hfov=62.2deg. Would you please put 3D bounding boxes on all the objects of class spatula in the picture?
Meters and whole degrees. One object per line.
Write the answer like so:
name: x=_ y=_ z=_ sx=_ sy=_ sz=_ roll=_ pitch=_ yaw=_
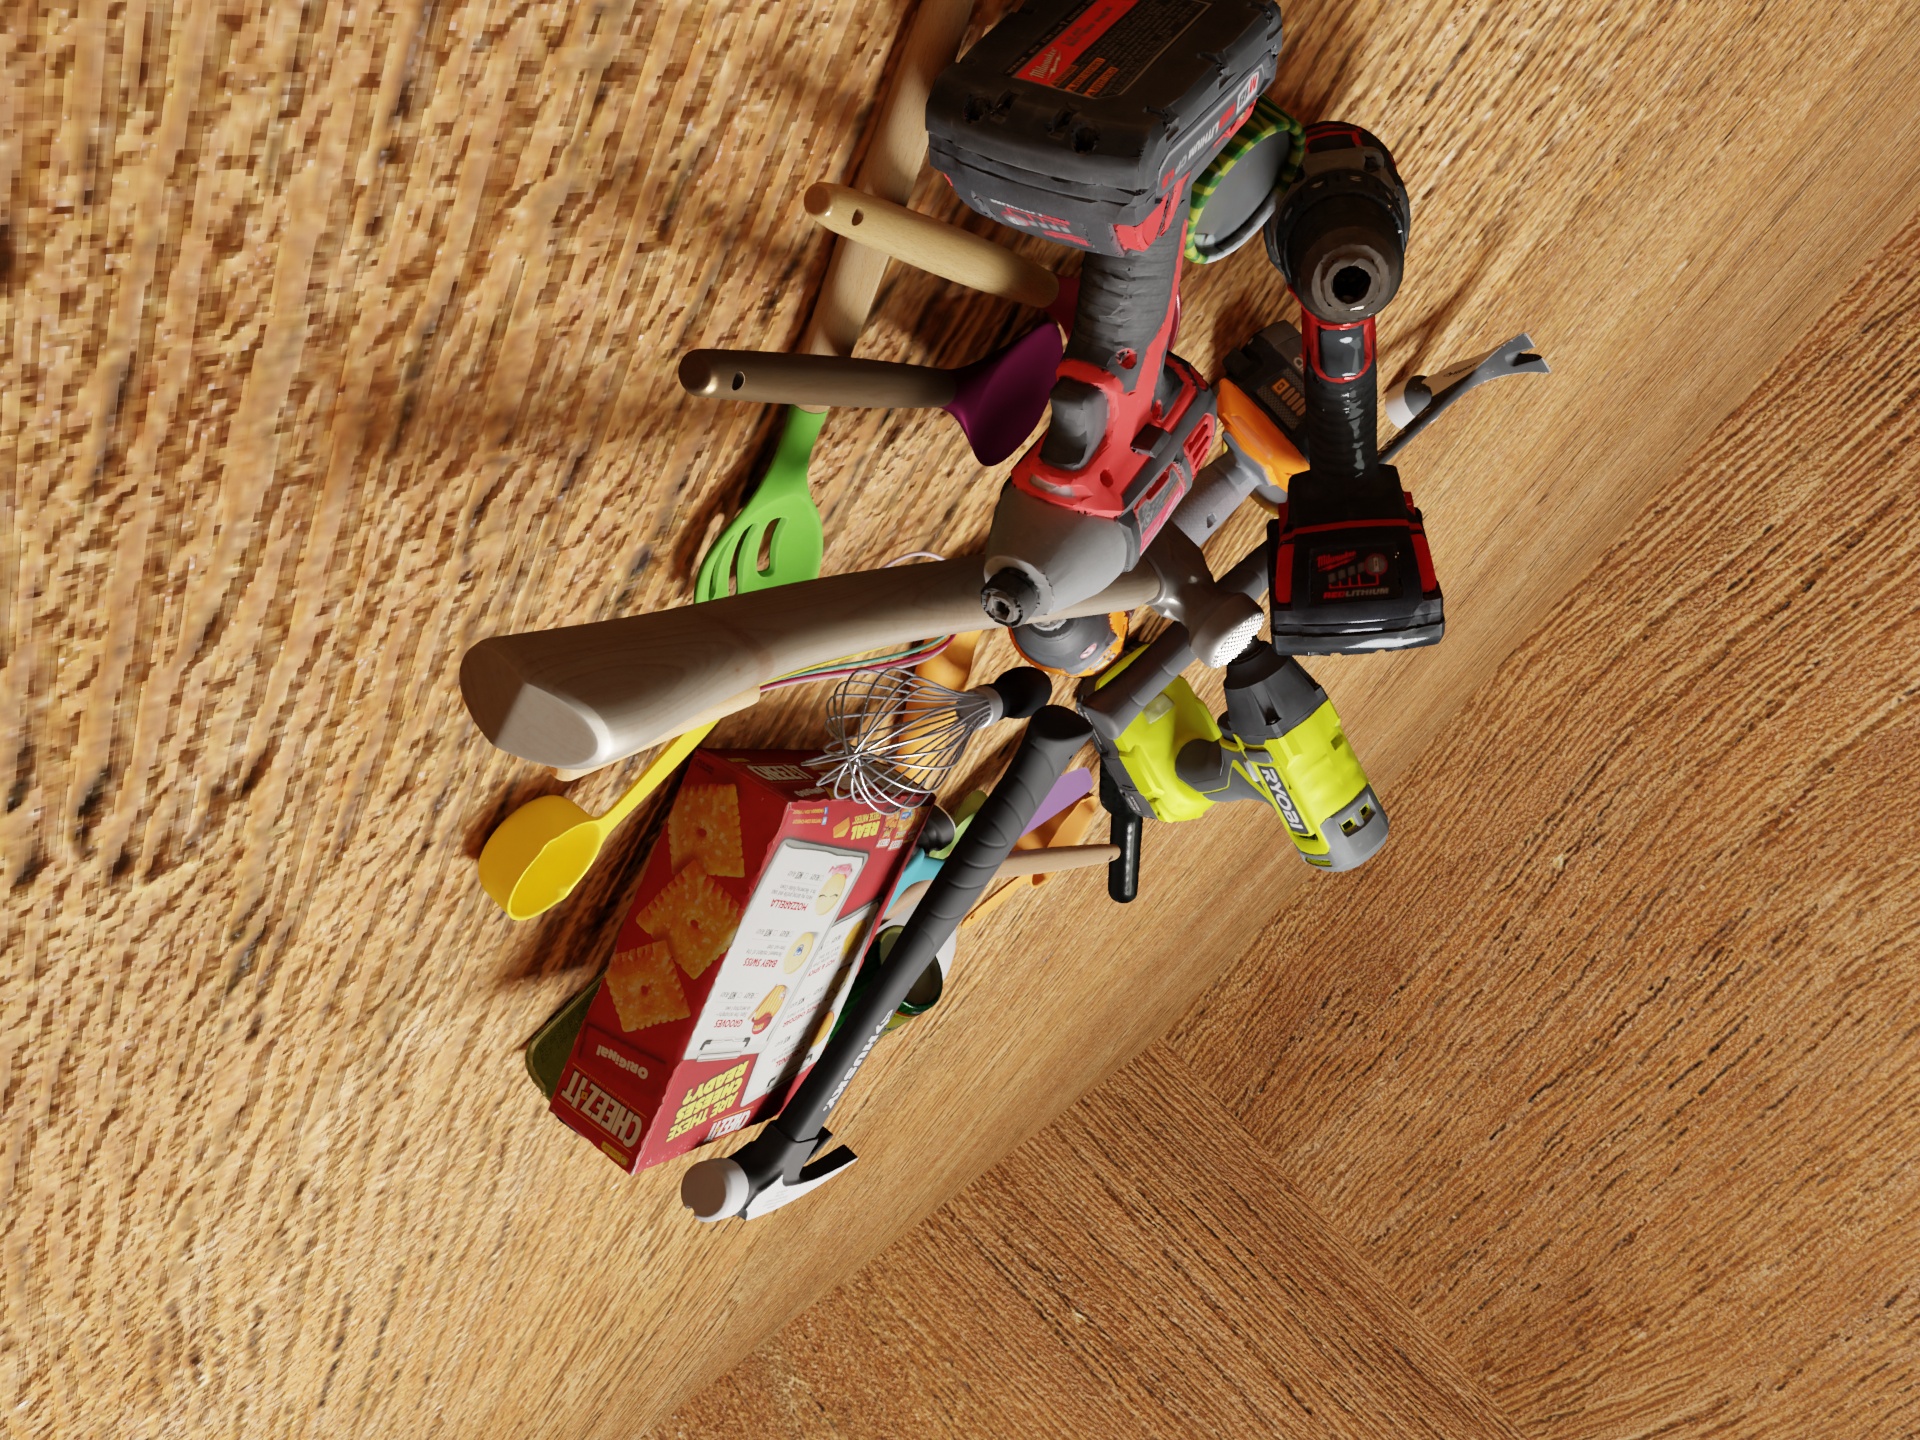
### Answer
spatula: x=-0.039 y=0.124 z=1.138 sx=0.316 sy=0.018 sz=0.059 roll=-33 pitch=153 yaw=-2
spatula: x=0.028 y=0.112 z=1.126 sx=0.317 sy=0.044 sz=0.082 roll=-1 pitch=129 yaw=-51

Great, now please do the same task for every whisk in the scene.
whisk: x=-0.084 y=-0.026 z=0.745 sx=0.245 sy=0.047 sz=0.051 roll=-25 pitch=156 yaw=-32
whisk: x=0.000 y=-0.003 z=0.822 sx=0.070 sy=0.070 sz=0.284 roll=-50 pitch=169 yaw=19

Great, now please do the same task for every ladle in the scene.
ladle: x=0.023 y=-0.170 z=0.618 sx=0.315 sy=0.031 sz=0.069 roll=-12 pitch=126 yaw=-65

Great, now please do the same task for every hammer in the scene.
hammer: x=0.221 y=-0.121 z=1.013 sx=0.409 sy=0.036 sz=0.149 roll=-42 pitch=-170 yaw=-23
hammer: x=-0.030 y=0.019 z=0.962 sx=0.127 sy=0.034 sz=0.336 roll=-34 pitch=160 yaw=-29
hammer: x=-0.025 y=-0.053 z=0.640 sx=0.410 sy=0.146 sz=0.038 roll=-17 pitch=147 yaw=-51
hammer: x=-0.027 y=0.135 z=0.897 sx=0.335 sy=0.035 sz=0.146 roll=-57 pitch=158 yaw=5

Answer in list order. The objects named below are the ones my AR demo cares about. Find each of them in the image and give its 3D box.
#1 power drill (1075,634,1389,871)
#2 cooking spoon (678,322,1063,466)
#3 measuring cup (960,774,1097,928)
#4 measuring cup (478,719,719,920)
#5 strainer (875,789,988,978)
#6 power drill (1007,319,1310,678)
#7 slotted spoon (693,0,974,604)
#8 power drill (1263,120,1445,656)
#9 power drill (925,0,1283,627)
power drill: x=0.179 y=0.009 z=1.092 sx=0.080 sy=0.171 sz=0.223 roll=-37 pitch=-162 yaw=-19
cooking spoon: x=-0.018 y=-0.129 z=0.612 sx=0.068 sy=0.017 sz=0.319 roll=-67 pitch=164 yaw=18
measuring cup: x=0.037 y=0.100 z=1.222 sx=0.173 sy=0.052 sz=0.095 roll=-35 pitch=153 yaw=-42
measuring cup: x=-0.160 y=0.026 z=0.736 sx=0.156 sy=0.029 sz=0.062 roll=-48 pitch=165 yaw=-25
strainer: x=-0.026 y=0.155 z=1.217 sx=0.151 sy=0.069 sz=0.256 roll=-23 pitch=155 yaw=-47
power drill: x=0.118 y=-0.111 z=0.880 sx=0.226 sy=0.084 sz=0.164 roll=-43 pitch=172 yaw=8
slotted spoon: x=-0.047 y=-0.139 z=0.585 sx=0.070 sy=0.031 sz=0.313 roll=-27 pitch=154 yaw=-42
power drill: x=0.172 y=-0.141 z=0.713 sx=0.188 sy=0.080 sz=0.226 roll=-74 pitch=157 yaw=-59
power drill: x=0.048 y=-0.140 z=0.578 sx=0.143 sy=0.078 sz=0.219 roll=-52 pitch=155 yaw=-32
